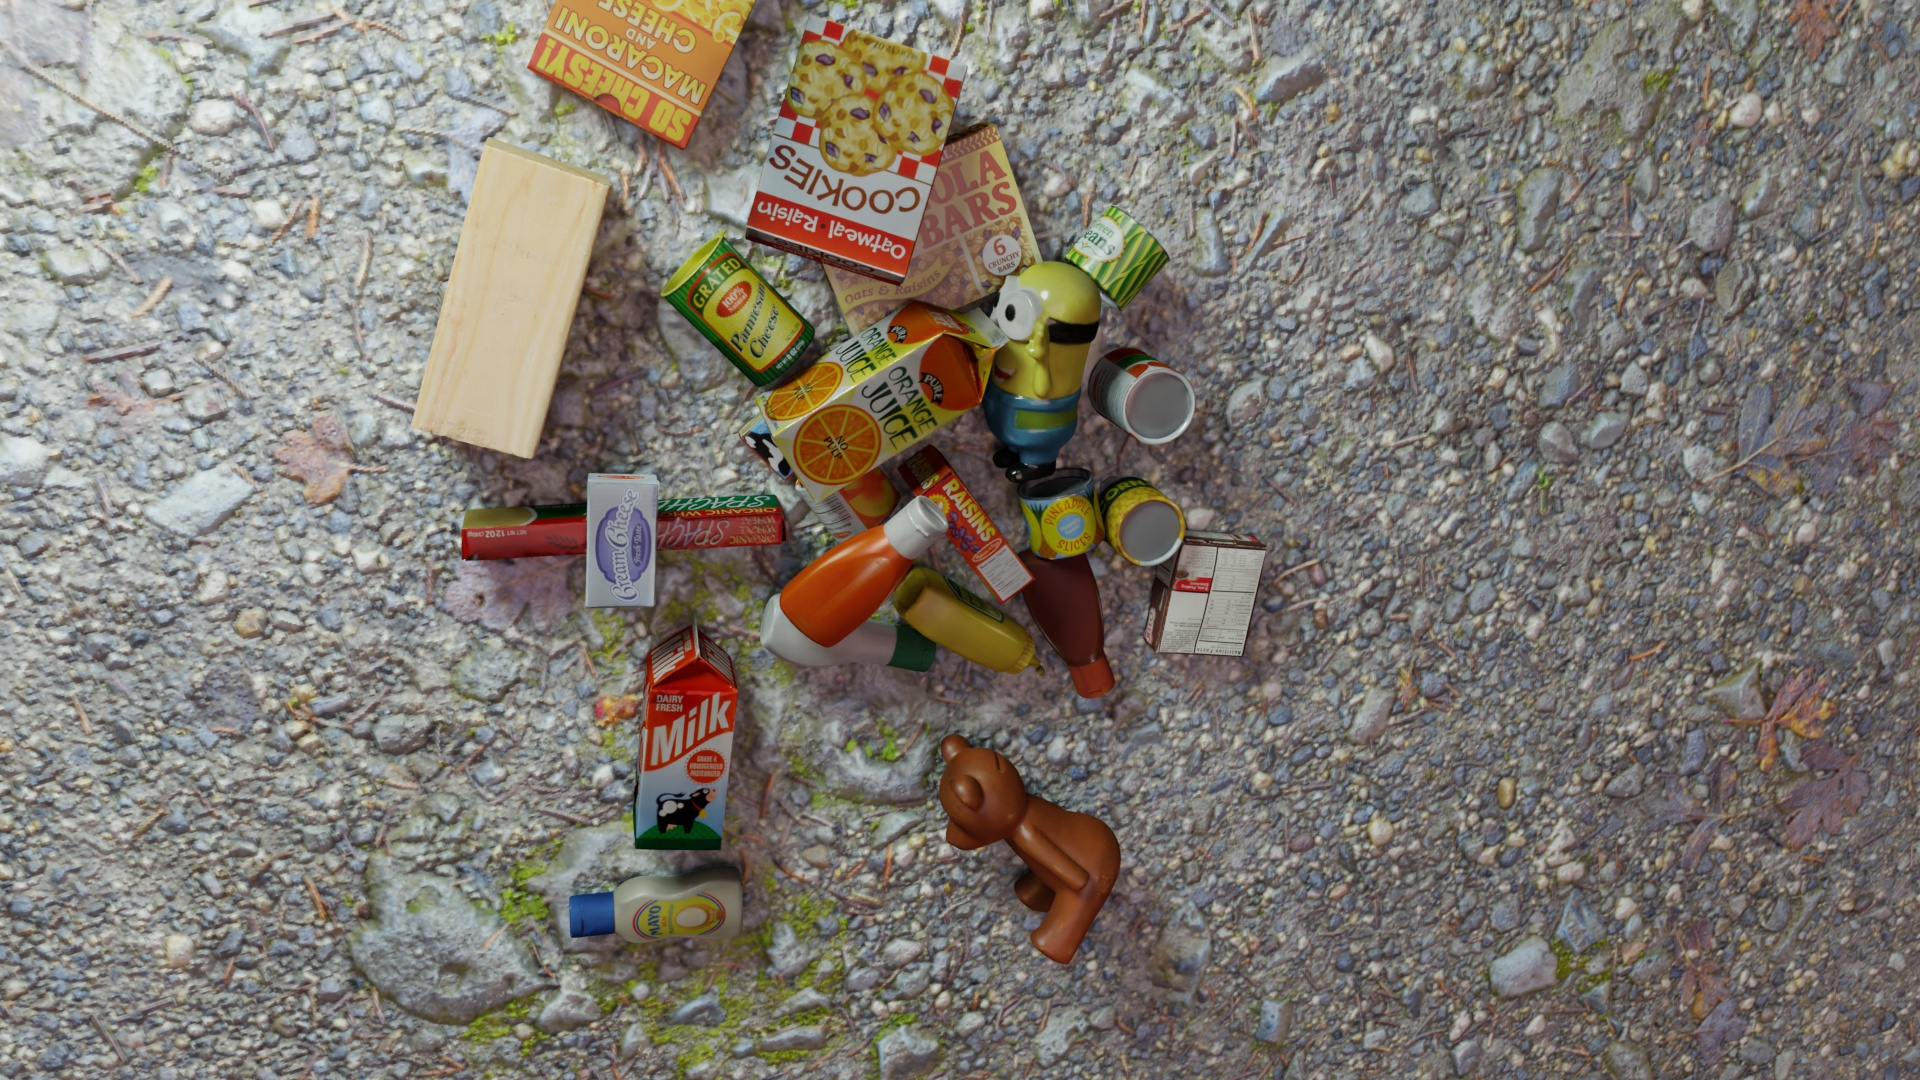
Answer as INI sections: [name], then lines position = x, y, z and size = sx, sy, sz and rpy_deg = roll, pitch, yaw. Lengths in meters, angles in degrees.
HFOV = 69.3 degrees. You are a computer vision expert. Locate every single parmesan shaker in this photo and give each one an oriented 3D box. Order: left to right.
[parmesan shaker]
position = -0.168, -0.178, 1.070
size = 0.071, 0.071, 0.103
rpy_deg = -45, 114, 3

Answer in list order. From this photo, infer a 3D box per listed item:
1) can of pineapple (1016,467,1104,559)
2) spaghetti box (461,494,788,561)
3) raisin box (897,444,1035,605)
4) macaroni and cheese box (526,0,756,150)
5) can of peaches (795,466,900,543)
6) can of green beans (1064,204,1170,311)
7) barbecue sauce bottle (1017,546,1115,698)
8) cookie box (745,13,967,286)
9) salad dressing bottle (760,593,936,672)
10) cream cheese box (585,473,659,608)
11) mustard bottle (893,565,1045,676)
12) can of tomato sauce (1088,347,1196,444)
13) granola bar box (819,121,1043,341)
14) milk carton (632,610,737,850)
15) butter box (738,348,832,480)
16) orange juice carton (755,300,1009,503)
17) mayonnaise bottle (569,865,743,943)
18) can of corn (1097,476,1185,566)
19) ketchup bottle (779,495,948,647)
[can of pineapple]
position = 0.087, -0.023, 1.189
size = 0.071, 0.071, 0.057
rpy_deg = -18, 113, -9
[spaghetti box]
position = -0.265, -0.011, 1.107
size = 0.250, 0.050, 0.028
rpy_deg = -3, 110, -15
[raisin box]
position = 0.004, -0.015, 1.161
size = 0.040, 0.086, 0.123
rpy_deg = -38, 114, 2
[macaroni and cheese box]
position = -0.220, -0.385, 0.999
size = 0.124, 0.040, 0.166
rpy_deg = 24, 100, -20
[can of peaches]
position = -0.092, -0.042, 1.138
size = 0.071, 0.071, 0.058
rpy_deg = -37, 113, -1
[can of green beans]
position = 0.127, -0.230, 1.133
size = 0.058, 0.071, 0.071
rpy_deg = -47, 113, 4
[barbecue sauce bottle]
position = 0.099, 0.072, 1.238
size = 0.065, 0.044, 0.148
rpy_deg = -18, 114, 10
[cookie box]
position = -0.078, -0.288, 1.035
size = 0.123, 0.040, 0.167
rpy_deg = 17, 87, -6
[salad dressing bottle]
position = -0.095, 0.083, 1.190
size = 0.148, 0.044, 0.064
rpy_deg = 13, 96, -20
[cream cheese box]
position = -0.261, 0.001, 1.070
size = 0.053, 0.024, 0.103
rpy_deg = 1, 107, -16
[mustard bottle]
position = 0.016, 0.079, 1.210
size = 0.160, 0.065, 0.048
rpy_deg = 31, 102, -28
[can of tomato sauce]
position = 0.154, -0.122, 1.167
size = 0.071, 0.083, 0.071
rpy_deg = -5, 110, -13
[granola bar box]
position = -0.031, -0.241, 1.100
size = 0.166, 0.039, 0.123
rpy_deg = -25, 113, -6
[milk carton]
position = -0.230, 0.158, 1.162
size = 0.073, 0.072, 0.189
rpy_deg = 4, 107, -16
[butter box]
position = -0.125, -0.102, 1.129
size = 0.103, 0.024, 0.053
rpy_deg = -43, 114, 2
[orange juice carton]
position = -0.056, -0.119, 1.079
size = 0.193, 0.072, 0.072
rpy_deg = -32, 125, -1
[mayonnaise bottle]
position = -0.267, 0.325, 1.224
size = 0.148, 0.041, 0.064
rpy_deg = -2, 110, -15
[can of corn]
position = 0.155, -0.018, 1.216
size = 0.071, 0.058, 0.071
rpy_deg = -5, 109, -14
[ketchup bottle]
position = -0.074, 0.022, 1.109
size = 0.148, 0.044, 0.064
rpy_deg = -39, 111, 22
